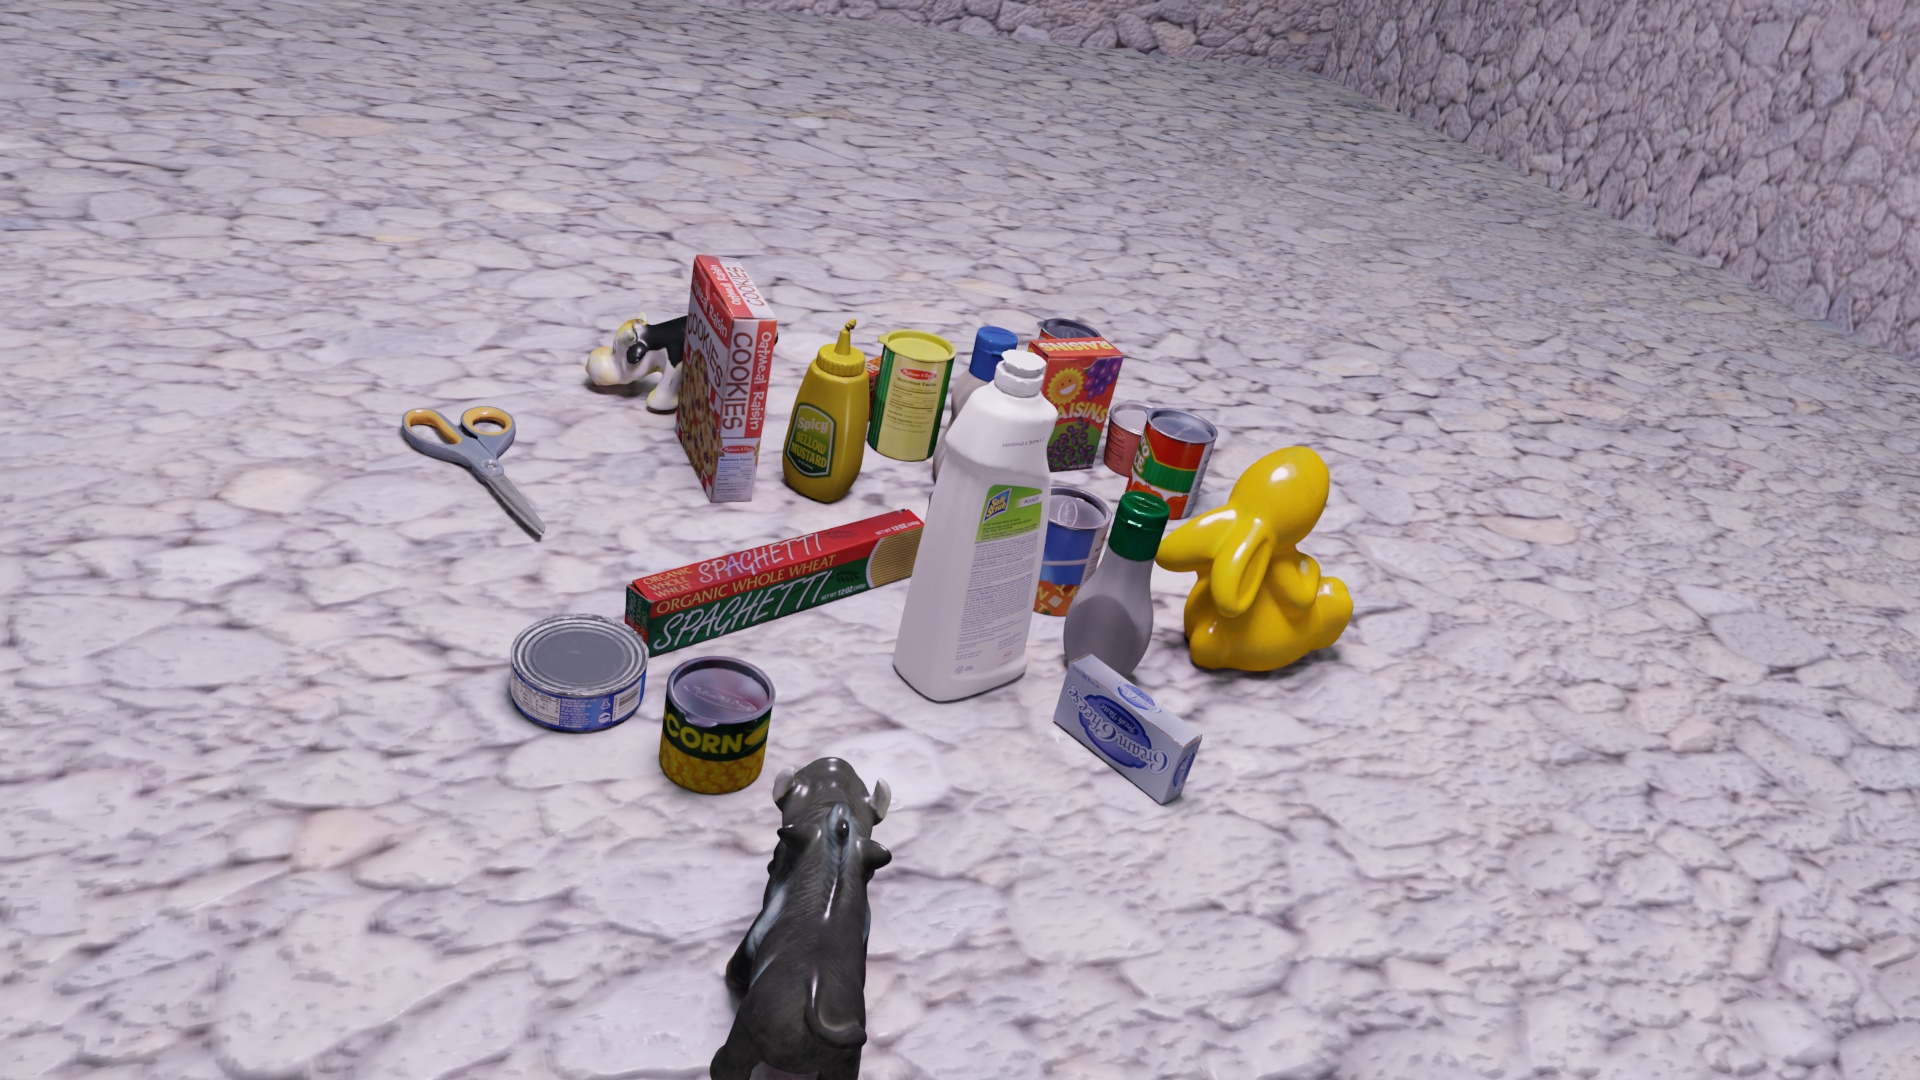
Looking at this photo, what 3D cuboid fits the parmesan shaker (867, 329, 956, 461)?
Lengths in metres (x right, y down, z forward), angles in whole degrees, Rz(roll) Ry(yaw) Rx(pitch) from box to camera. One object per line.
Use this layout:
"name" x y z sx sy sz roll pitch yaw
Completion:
"parmesan shaker" -0.049 -0.133 1.267 0.071 0.102 0.071 10 30 -6

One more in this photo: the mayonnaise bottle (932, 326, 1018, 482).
"mayonnaise bottle" 0.018 -0.114 1.217 0.065 0.147 0.041 6 31 -12

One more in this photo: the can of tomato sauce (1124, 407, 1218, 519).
"can of tomato sauce" 0.191 -0.071 1.277 0.071 0.082 0.071 10 30 -6

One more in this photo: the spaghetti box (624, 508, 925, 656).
"spaghetti box" -0.130 0.028 1.020 0.251 0.050 0.029 -16 41 -40

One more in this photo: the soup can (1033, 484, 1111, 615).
"soup can" 0.075 0.007 1.101 0.071 0.083 0.072 10 30 -6

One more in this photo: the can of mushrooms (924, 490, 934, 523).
"can of mushrooms" 0.004 -0.015 1.159 0.071 0.033 0.071 10 30 -6

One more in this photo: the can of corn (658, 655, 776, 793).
"can of corn" -0.152 0.115 0.858 0.071 0.058 0.071 10 30 -6

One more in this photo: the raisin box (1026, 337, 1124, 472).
"raisin box" 0.094 -0.125 1.289 0.086 0.122 0.040 -6 35 -30

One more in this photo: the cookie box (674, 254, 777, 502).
"cookie box" -0.197 -0.134 1.148 0.040 0.166 0.123 -3 34 -26

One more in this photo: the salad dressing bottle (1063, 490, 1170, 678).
"salad dressing bottle" 0.116 0.035 1.007 0.064 0.146 0.044 23 31 16

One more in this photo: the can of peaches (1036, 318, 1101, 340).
"can of peaches" 0.110 -0.198 1.481 0.071 0.057 0.071 10 30 -6

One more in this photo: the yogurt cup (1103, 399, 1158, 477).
"yogurt cup" 0.171 -0.095 1.338 0.072 0.053 0.073 10 30 -6

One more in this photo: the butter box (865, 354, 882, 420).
"butter box" -0.096 -0.136 1.304 0.024 0.052 0.104 27 33 22

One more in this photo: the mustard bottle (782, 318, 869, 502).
"mustard bottle" -0.107 -0.111 1.152 0.065 0.159 0.049 25 32 20

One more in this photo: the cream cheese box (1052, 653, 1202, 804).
"cream cheese box" 0.112 0.127 0.946 0.024 0.053 0.104 -19 43 -42
